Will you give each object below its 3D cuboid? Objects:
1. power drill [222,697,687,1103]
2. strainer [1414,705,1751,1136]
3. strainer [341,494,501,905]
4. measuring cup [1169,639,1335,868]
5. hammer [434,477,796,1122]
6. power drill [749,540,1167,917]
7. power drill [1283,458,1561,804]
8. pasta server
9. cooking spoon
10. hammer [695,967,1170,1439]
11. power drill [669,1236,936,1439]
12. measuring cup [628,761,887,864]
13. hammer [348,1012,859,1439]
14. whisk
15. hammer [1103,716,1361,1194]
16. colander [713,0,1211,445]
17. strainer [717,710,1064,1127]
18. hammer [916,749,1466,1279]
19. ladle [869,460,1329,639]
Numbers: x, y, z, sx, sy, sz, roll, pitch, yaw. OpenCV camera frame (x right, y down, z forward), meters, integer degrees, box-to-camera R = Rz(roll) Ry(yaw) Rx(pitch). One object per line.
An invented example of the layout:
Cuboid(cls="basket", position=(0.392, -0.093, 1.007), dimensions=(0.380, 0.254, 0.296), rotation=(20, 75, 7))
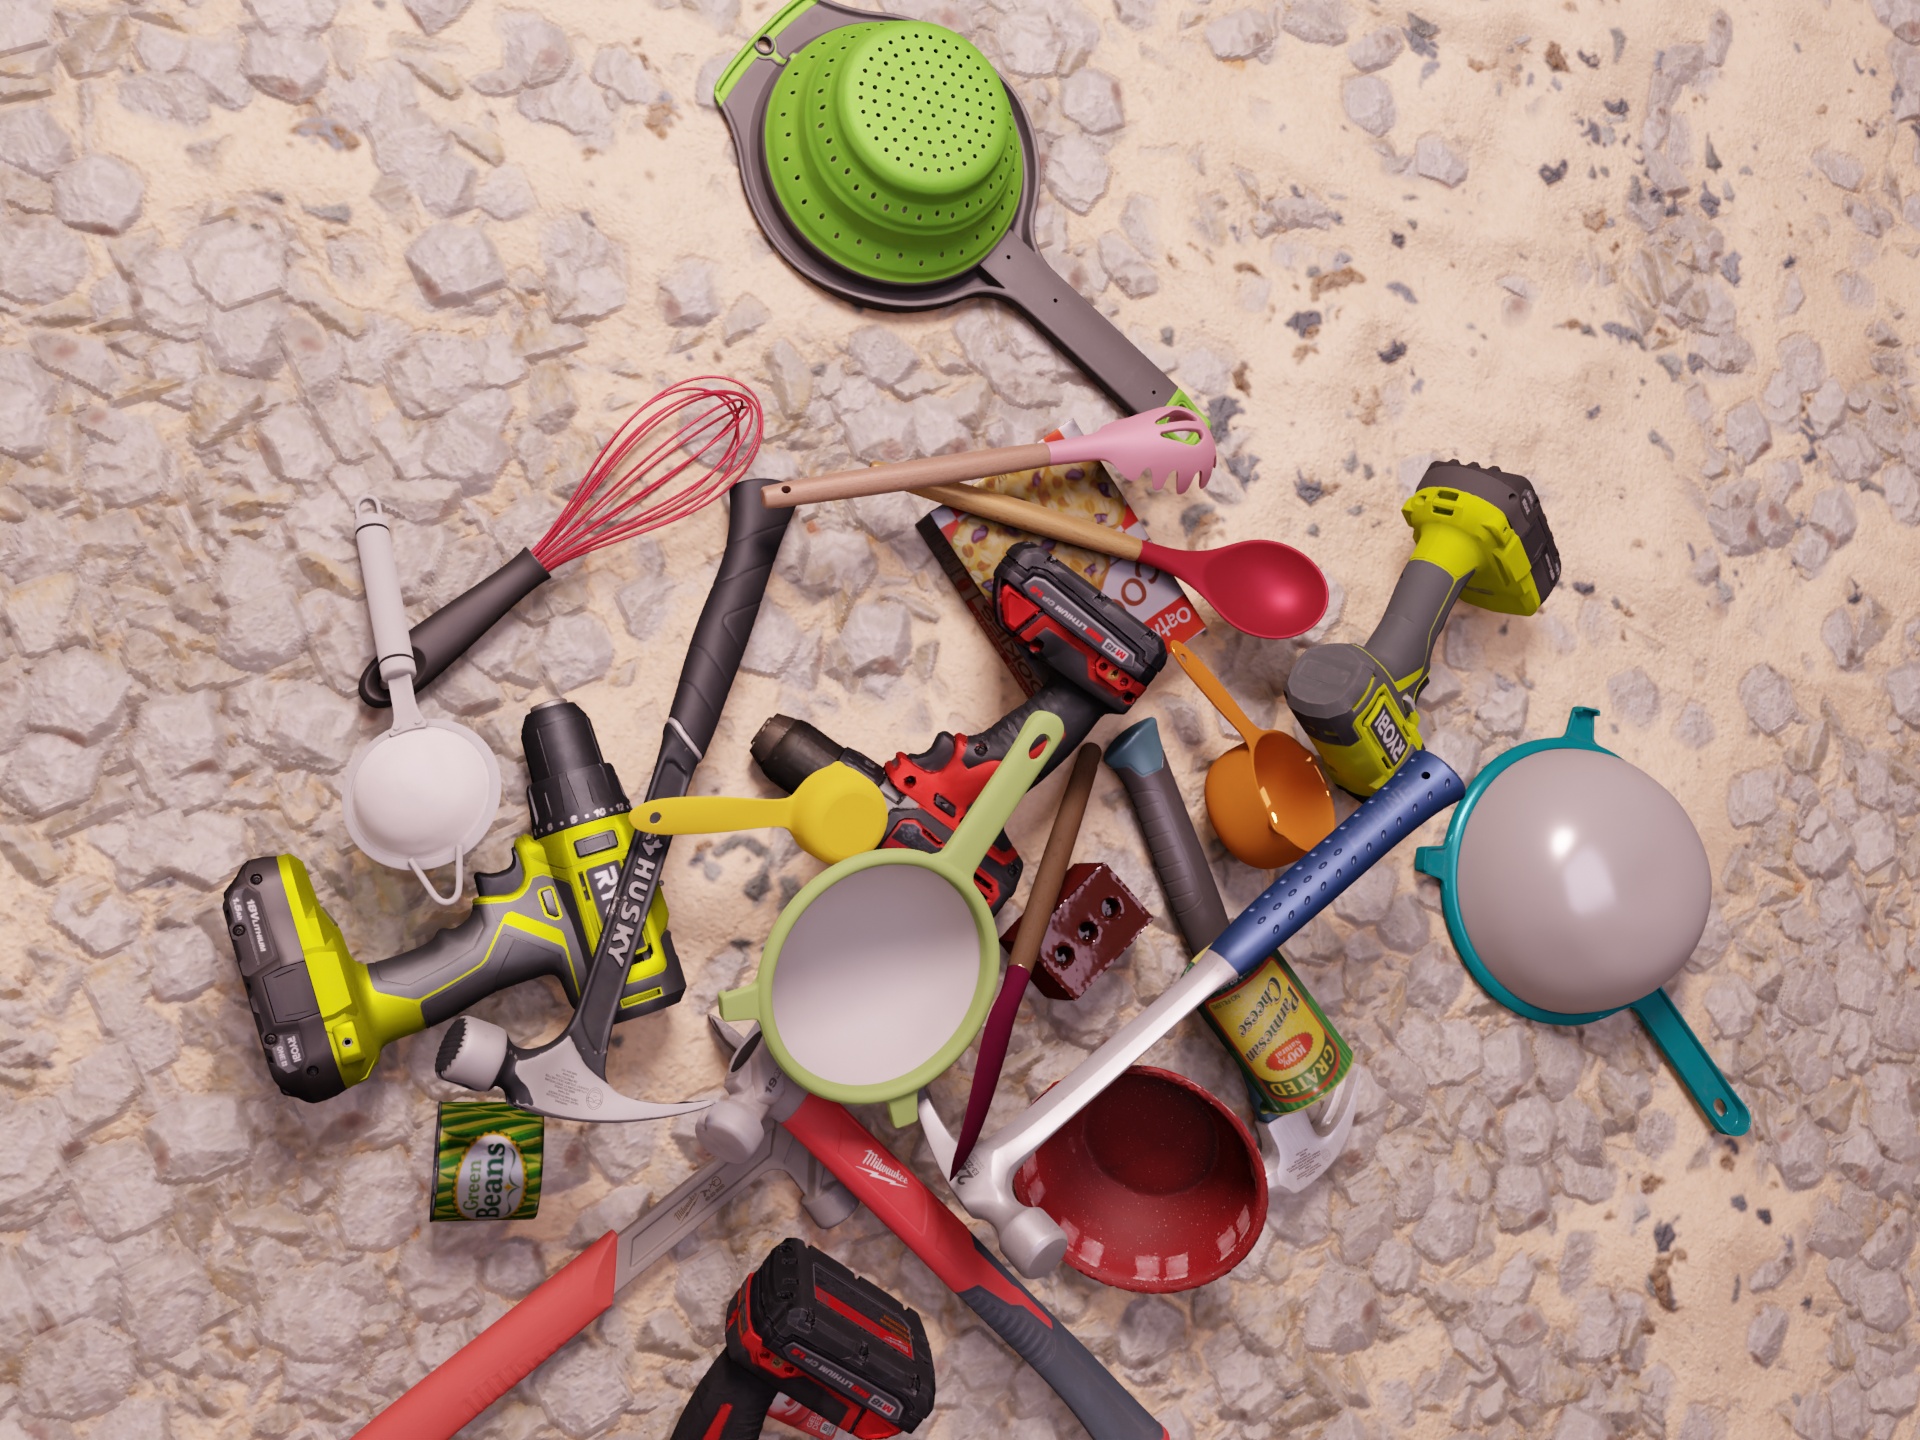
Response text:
Cuboid(cls="power drill", position=(-0.287, 0.102, 0.905), dimensions=(0.228, 0.080, 0.190), rotation=(-17, 87, -21))
Cuboid(cls="strainer", position=(0.494, 0.166, 1.138), dimensions=(0.211, 0.095, 0.340), rotation=(-37, 96, -17))
Cuboid(cls="strainer", position=(-0.314, -0.022, 0.886), dimensions=(0.087, 0.050, 0.259), rotation=(-17, 66, -6))
Cuboid(cls="measuring cup", position=(0.177, 0.024, 1.057), dimensions=(0.173, 0.052, 0.095), rotation=(50, 40, -9))
Cuboid(cls="hammer", position=(-0.161, 0.032, 0.921), dimensions=(0.149, 0.036, 0.409), rotation=(29, 62, -28))
Cuboid(cls="power drill", position=(-0.002, -0.003, 0.983), dimensions=(0.188, 0.080, 0.226), rotation=(36, 95, -4))
Cuboid(cls="power drill", position=(0.319, -0.051, 1.093), dimensions=(0.223, 0.080, 0.171), rotation=(-55, 135, -13))
Cuboid(cls="pasta server", position=(0.027, -0.158, 0.998), dimensions=(0.316, 0.040, 0.060), rotation=(-12, 67, -20))
Cuboid(cls="cooking spoon", position=(0.042, 0.132, 0.963), dimensions=(0.017, 0.068, 0.319), rotation=(16, 50, 7))
Cuboid(cls="hammer", position=(0.005, 0.321, 0.988), dimensions=(0.386, 0.038, 0.143), rotation=(48, 44, -15))
Cuboid(cls="power drill", position=(-0.118, 0.420, 0.906), dimensions=(0.143, 0.079, 0.219), rotation=(37, 96, -14))
Cuboid(cls="measuring cup", position=(-0.111, 0.057, 0.905), dimensions=(0.156, 0.029, 0.062), rotation=(0, 103, -33))
Cuboid(cls="hammer", position=(-0.238, 0.334, 0.921), dimensions=(0.359, 0.037, 0.149), rotation=(-36, 97, -18))
Cuboid(cls="whisk", position=(-0.236, -0.106, 0.950), dimensions=(0.296, 0.073, 0.073), rotation=(-41, 98, -10))
Cuboid(cls="hammer", position=(0.171, 0.158, 1.068), dimensions=(0.128, 0.033, 0.331), rotation=(-22, 92, -17))
Cuboid(cls="colander", position=(0.027, -0.322, 1.029), dimensions=(0.397, 0.094, 0.204), rotation=(40, 75, -11))
Cuboid(cls="strainer", position=(-0.028, 0.098, 0.933), dimensions=(0.151, 0.069, 0.256), rotation=(39, 80, -28))
Cuboid(cls="hammer", position=(0.148, 0.150, 0.968), dimensions=(0.405, 0.144, 0.035), rotation=(-38, 140, -15))
Cuboid(cls="ladle", position=(0.091, -0.116, 1.026), dimensions=(0.315, 0.031, 0.069), rotation=(15, 73, -13))
